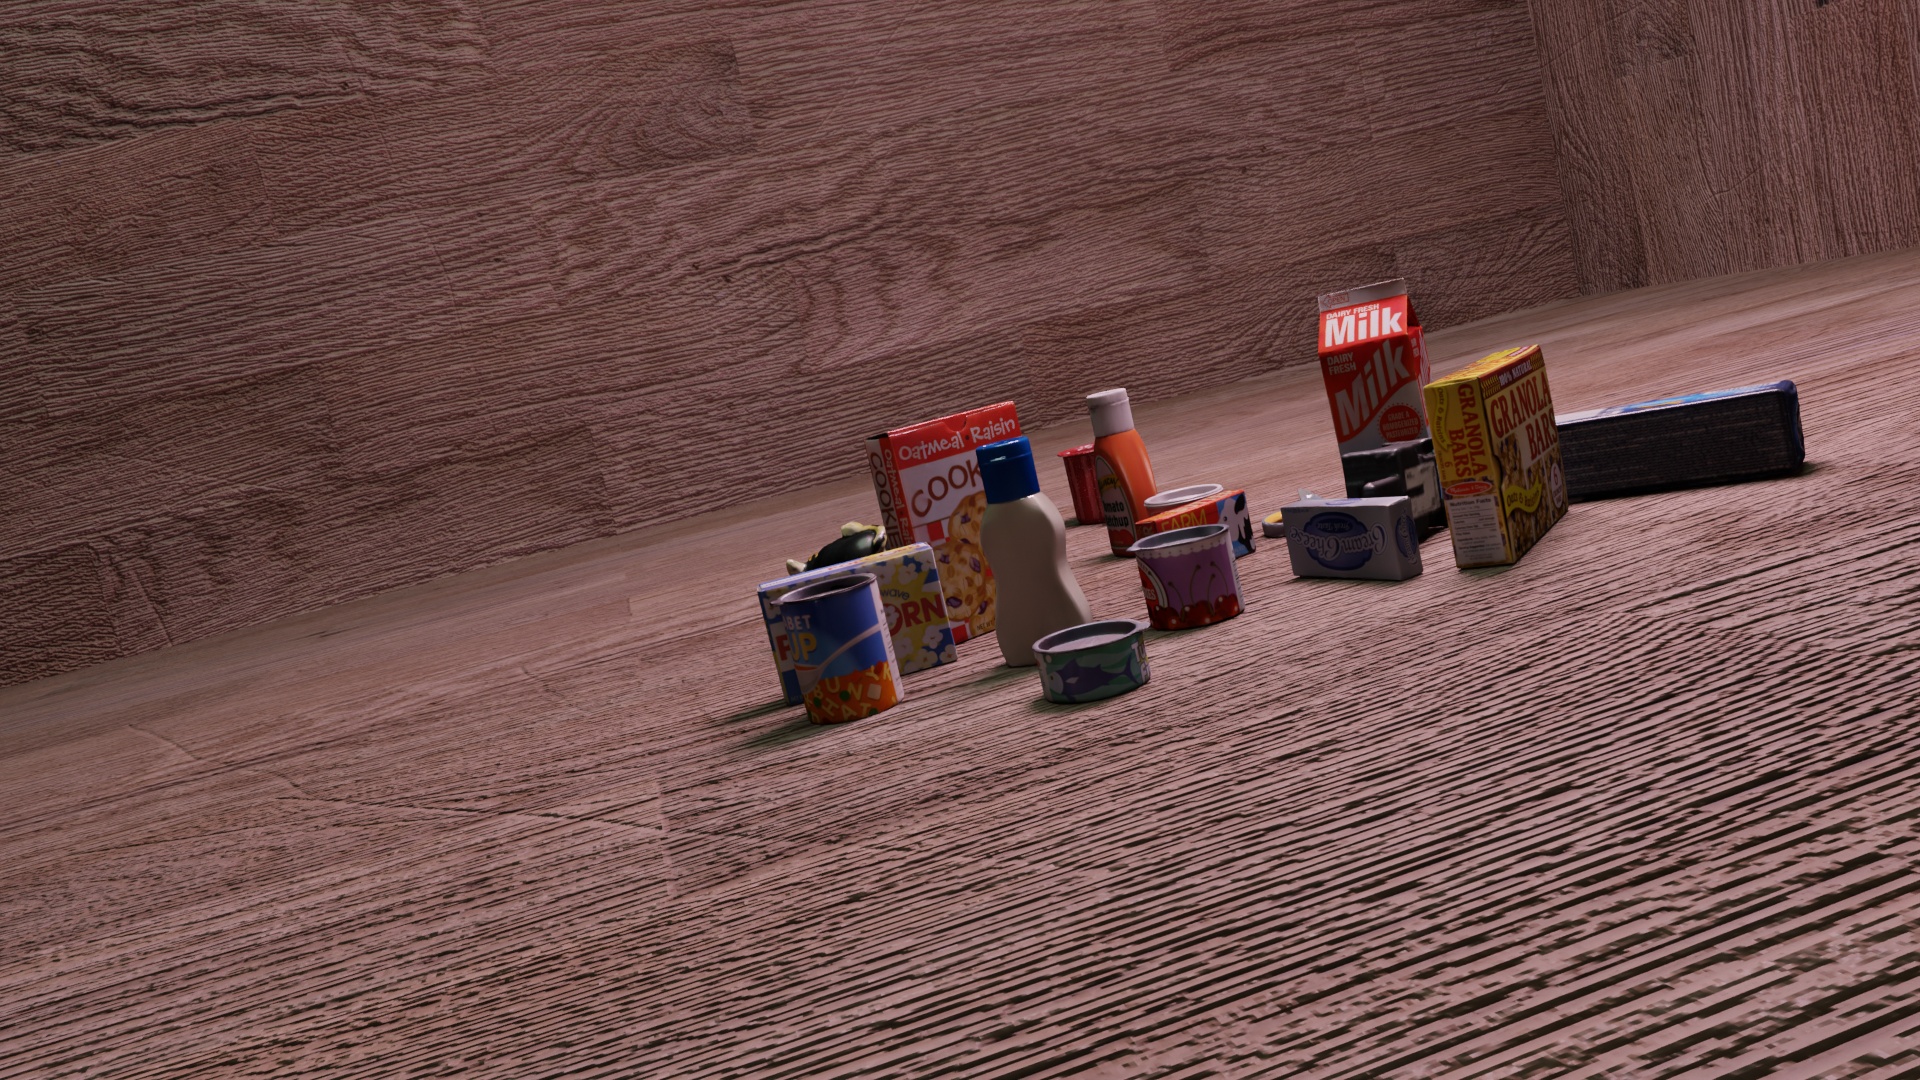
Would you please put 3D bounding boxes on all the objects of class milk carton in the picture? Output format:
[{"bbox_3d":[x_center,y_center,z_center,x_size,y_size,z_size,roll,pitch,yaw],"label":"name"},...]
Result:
[{"bbox_3d":[0.341,-0.110,1.119,0.072,0.190,0.074,-10,8,28],"label":"milk carton"}]

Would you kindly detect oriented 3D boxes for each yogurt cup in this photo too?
[{"bbox_3d":[0.195,-0.015,1.186,0.072,0.054,0.072,-13,7,2],"label":"yogurt cup"}]

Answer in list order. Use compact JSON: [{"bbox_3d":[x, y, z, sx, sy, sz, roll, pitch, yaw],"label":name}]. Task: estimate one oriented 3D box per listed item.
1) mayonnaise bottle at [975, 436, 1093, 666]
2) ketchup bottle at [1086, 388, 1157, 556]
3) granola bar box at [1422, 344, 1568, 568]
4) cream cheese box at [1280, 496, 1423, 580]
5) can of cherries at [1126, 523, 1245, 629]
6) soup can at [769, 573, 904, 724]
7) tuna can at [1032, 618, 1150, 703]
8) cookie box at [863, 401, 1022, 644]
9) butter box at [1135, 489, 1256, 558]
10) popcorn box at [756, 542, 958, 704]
[{"bbox_3d":[0.044,0.007,0.920,0.065,0.148,0.041,-11,7,17],"label":"mayonnaise bottle"},{"bbox_3d":[0.147,-0.061,1.252,0.044,0.148,0.064,-16,7,-23],"label":"ketchup bottle"},{"bbox_3d":[0.371,-0.061,0.951,0.039,0.124,0.166,-8,9,37],"label":"granola bar box"},{"bbox_3d":[0.268,-0.001,0.956,0.024,0.053,0.103,-17,8,-28],"label":"cream cheese box"},{"bbox_3d":[0.152,0.025,0.942,0.071,0.058,0.071,-13,7,2],"label":"can of cherries"},{"bbox_3d":[-0.080,0.071,0.905,0.071,0.083,0.071,-13,7,2],"label":"soup can"},{"bbox_3d":[0.080,0.071,0.822,0.071,0.032,0.071,-13,7,2],"label":"tuna can"},{"bbox_3d":[0.004,-0.013,1.068,0.123,0.167,0.040,-18,8,-36],"label":"cookie box"},{"bbox_3d":[0.190,-0.003,1.112,0.104,0.053,0.024,-18,8,-32],"label":"butter box"},{"bbox_3d":[-0.073,0.058,0.984,0.127,0.085,0.038,-14,7,-10],"label":"popcorn box"}]
